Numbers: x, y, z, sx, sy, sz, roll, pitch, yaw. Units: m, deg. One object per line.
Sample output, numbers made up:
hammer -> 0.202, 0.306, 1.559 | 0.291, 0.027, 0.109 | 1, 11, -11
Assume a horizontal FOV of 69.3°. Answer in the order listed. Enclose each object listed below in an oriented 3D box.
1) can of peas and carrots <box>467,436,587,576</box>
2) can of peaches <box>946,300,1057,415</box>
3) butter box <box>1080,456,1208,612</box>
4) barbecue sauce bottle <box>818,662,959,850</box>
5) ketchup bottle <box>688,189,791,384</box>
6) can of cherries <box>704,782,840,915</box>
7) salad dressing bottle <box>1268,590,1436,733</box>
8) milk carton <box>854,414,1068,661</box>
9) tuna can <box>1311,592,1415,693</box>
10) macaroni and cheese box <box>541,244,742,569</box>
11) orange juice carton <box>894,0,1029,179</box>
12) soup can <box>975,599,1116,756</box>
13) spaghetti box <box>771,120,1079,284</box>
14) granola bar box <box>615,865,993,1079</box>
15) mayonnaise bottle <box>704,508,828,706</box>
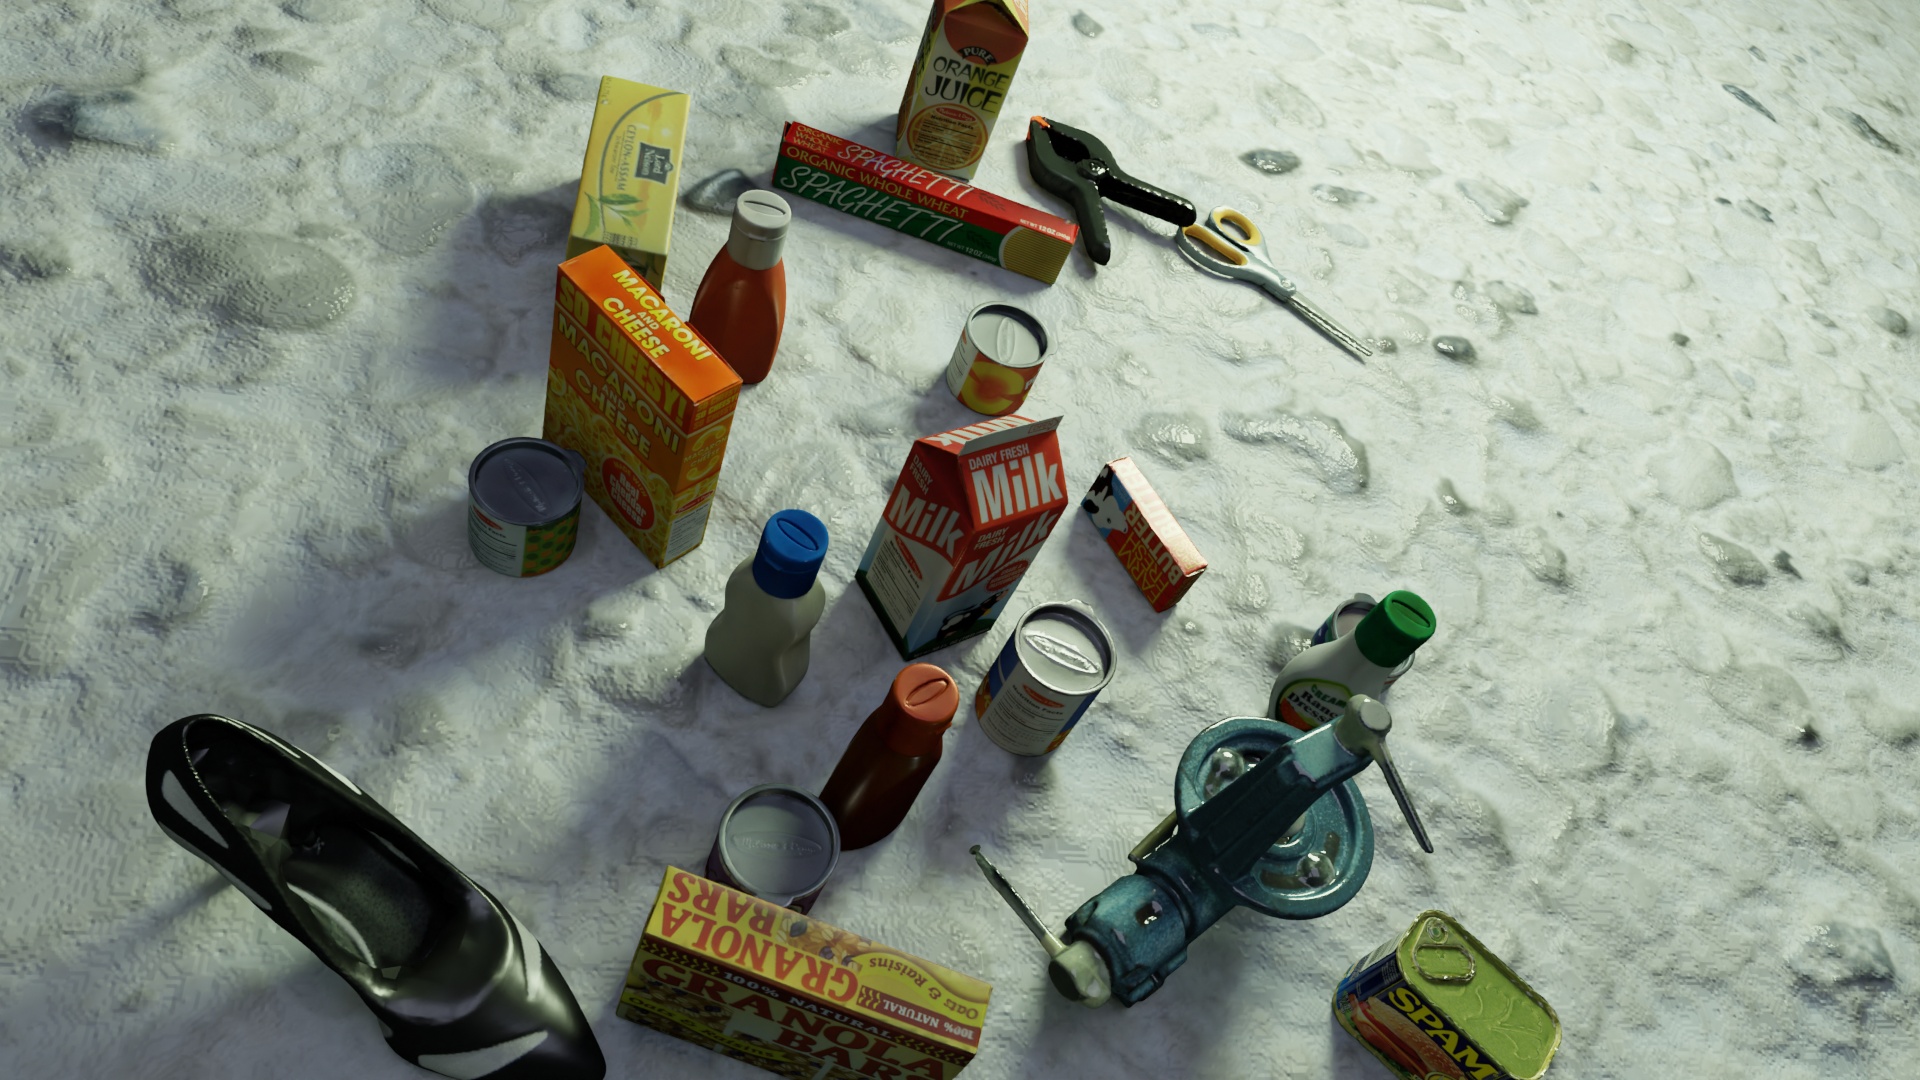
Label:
can of peas and carrots -> -0.264, -0.021, 0.847 | 0.071, 0.058, 0.071 | 10, 52, -14
can of peaches -> 0.030, -0.135, 1.043 | 0.071, 0.057, 0.071 | 10, 52, -14
butter box -> 0.130, -0.004, 0.987 | 0.024, 0.052, 0.104 | -19, 64, -31
barbecue sauce bottle -> -0.038, 0.120, 0.770 | 0.065, 0.147, 0.044 | -26, 68, -34
ketchup bottle -> -0.147, -0.170, 0.943 | 0.065, 0.148, 0.044 | 12, 52, -12
can of cherries -> -0.105, 0.177, 0.761 | 0.071, 0.058, 0.072 | 10, 52, -14
salad dressing bottle -> 0.255, 0.085, 0.907 | 0.064, 0.146, 0.044 | 35, 51, 6
milk carton -> 0.003, -0.011, 0.855 | 0.072, 0.189, 0.073 | -18, 64, -31
tuna can -> 0.289, 0.075, 1.002 | 0.071, 0.032, 0.071 | 10, 52, -14
macaroni and cheese box -> -0.198, -0.078, 0.844 | 0.124, 0.165, 0.040 | 45, 53, 14
orange juice carton -> 0.005, -0.398, 1.141 | 0.073, 0.191, 0.072 | 11, 52, -13
soup can -> 0.053, 0.086, 0.872 | 0.071, 0.083, 0.072 | 10, 52, -14
spaghetti box -> -0.030, -0.273, 1.128 | 0.250, 0.050, 0.029 | 18, 51, -7
granola bar box -> -0.082, 0.229, 0.689 | 0.165, 0.123, 0.039 | 22, 51, -5
mayonnaise bottle -> -0.109, 0.038, 0.804 | 0.065, 0.147, 0.041 | 37, 51, 8
